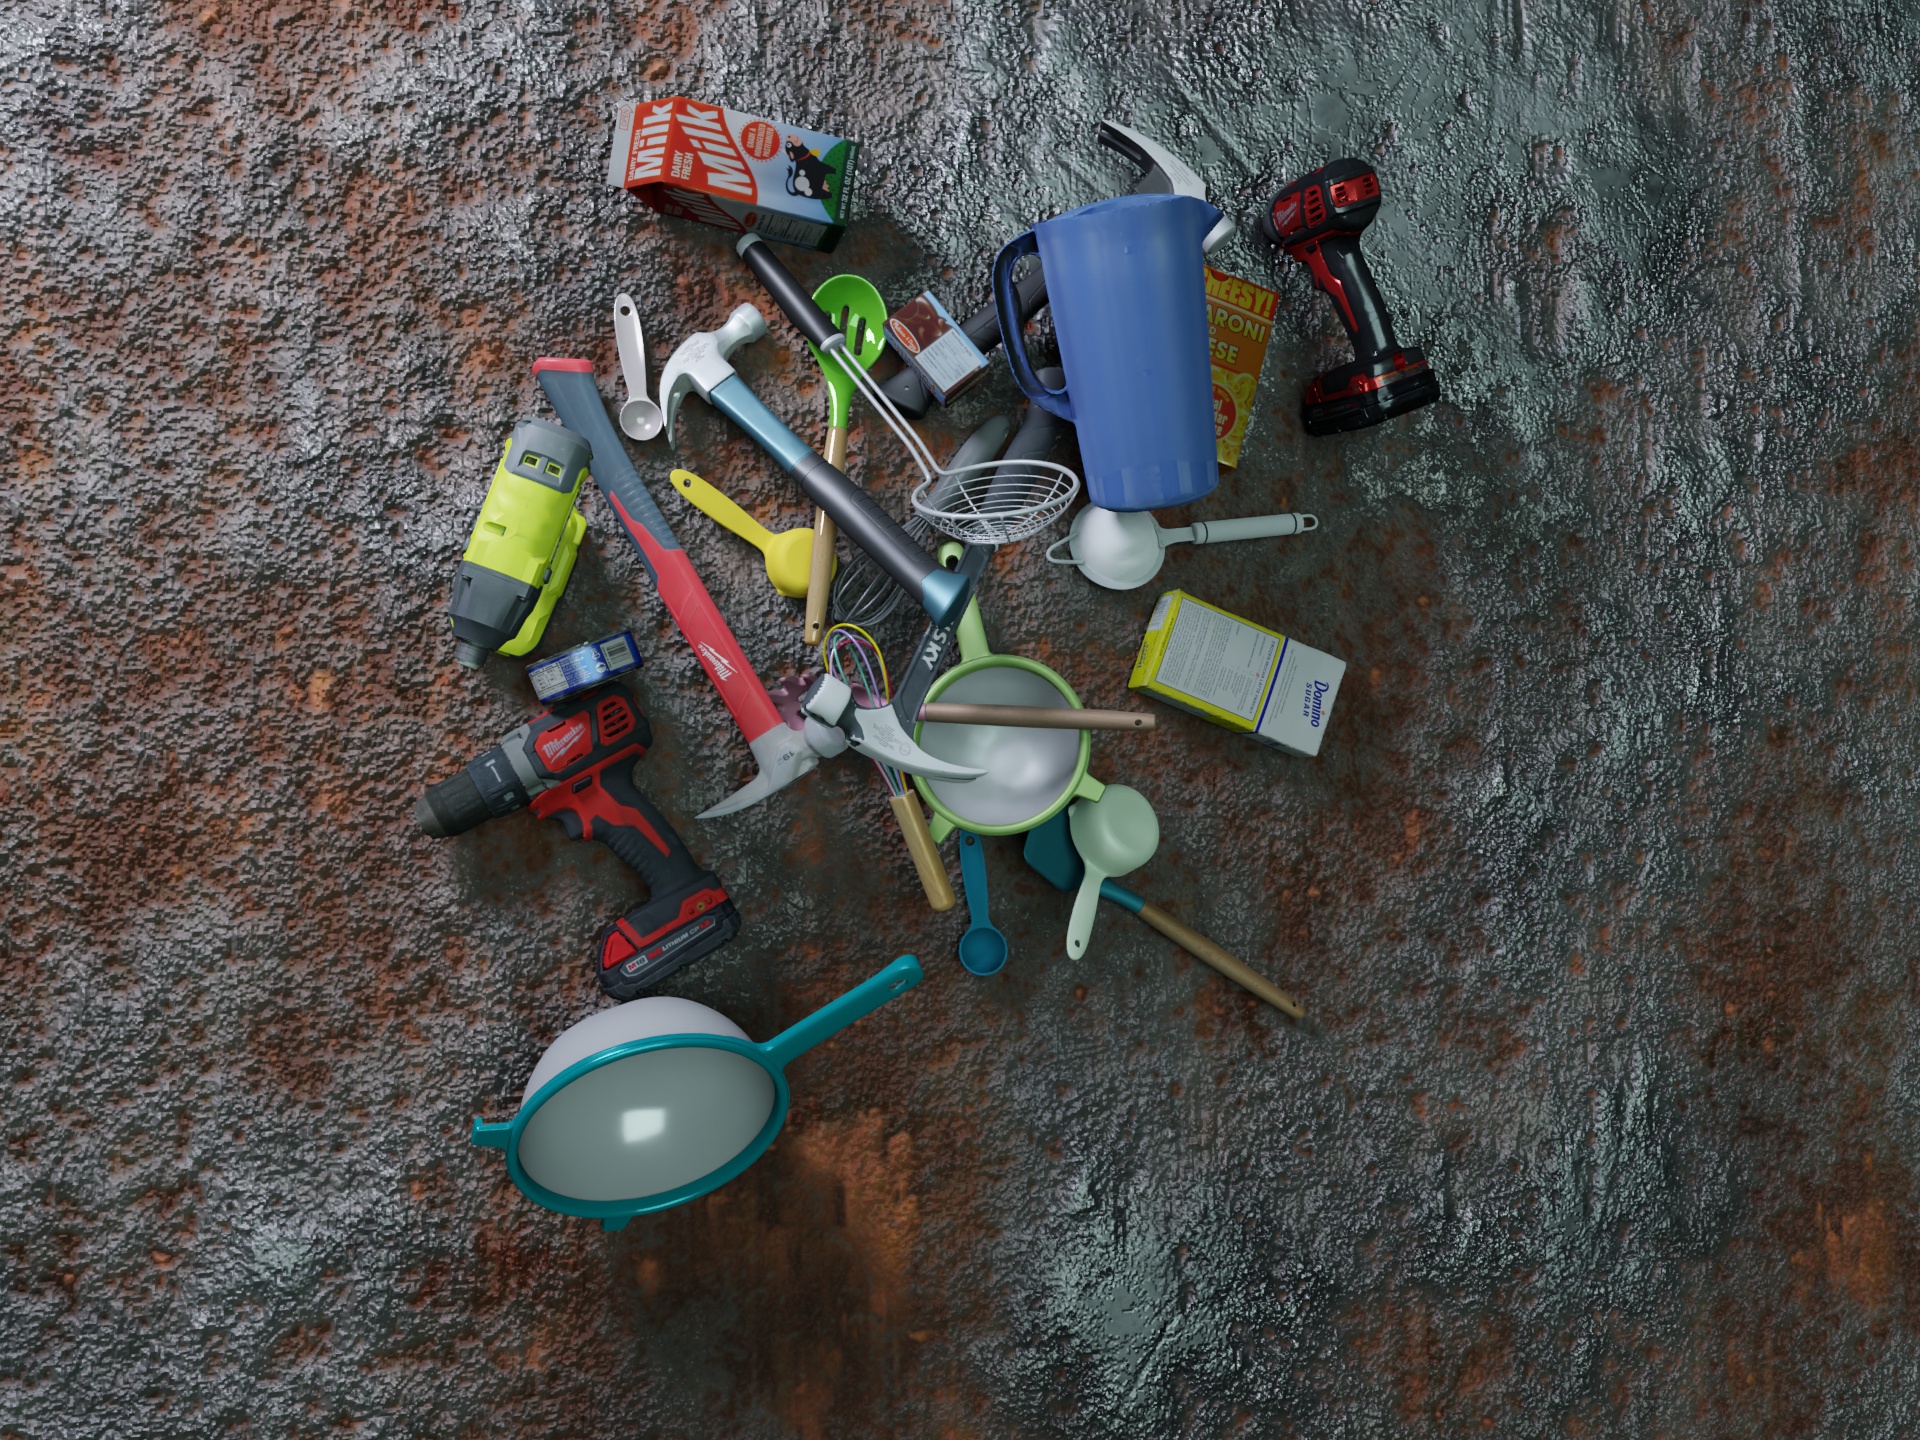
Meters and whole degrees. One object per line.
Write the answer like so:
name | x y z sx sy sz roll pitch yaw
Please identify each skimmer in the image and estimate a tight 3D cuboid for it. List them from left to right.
skimmer | -0.054 -0.273 1.244 0.127 0.090 0.363 -29 73 -36

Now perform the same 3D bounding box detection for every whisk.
whisk | -0.052 0.038 1.260 0.047 0.051 0.245 -20 99 3
whisk | -0.032 -0.168 1.329 0.055 0.055 0.239 40 74 -11

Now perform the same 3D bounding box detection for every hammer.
hammer | -0.241 -0.111 1.260 0.143 0.038 0.386 -31 89 22
hammer | -0.112 -0.192 1.238 0.128 0.033 0.331 -40 70 -15
hammer | 0.019 -0.132 1.281 0.149 0.036 0.409 34 61 -16
hammer | 0.063 -0.371 1.350 0.335 0.035 0.146 -39 84 -7

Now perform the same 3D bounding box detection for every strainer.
strainer | -0.188 0.245 1.206 0.340 0.095 0.210 -31 136 2
strainer | 0.023 -0.024 1.336 0.151 0.069 0.256 -16 74 7
strainer | 0.202 -0.166 1.396 0.258 0.050 0.087 -8 76 -19

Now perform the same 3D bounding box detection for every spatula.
spatula | 0.181 0.172 1.374 0.317 0.044 0.082 34 54 -13

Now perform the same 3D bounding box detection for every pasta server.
pasta server | -0.002 -0.004 1.280 0.316 0.040 0.060 3 99 9

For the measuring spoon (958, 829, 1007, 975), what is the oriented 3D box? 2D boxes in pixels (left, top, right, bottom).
measuring spoon | 0.012 0.152 1.348 0.042 0.021 0.129 -4 80 -15

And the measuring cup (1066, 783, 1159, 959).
measuring cup | 0.121 0.123 1.312 0.083 0.038 0.168 35 49 -18

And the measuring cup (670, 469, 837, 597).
measuring cup | -0.166 -0.156 1.286 0.156 0.029 0.062 35 75 -22

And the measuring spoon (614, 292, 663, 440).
measuring spoon | -0.265 -0.284 1.287 0.034 0.018 0.124 -7 83 -15

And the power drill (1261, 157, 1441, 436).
power drill | 0.330 -0.368 1.391 0.078 0.143 0.219 -22 101 -16

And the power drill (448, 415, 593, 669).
power drill | -0.325 -0.114 1.154 0.080 0.223 0.171 21 83 -13

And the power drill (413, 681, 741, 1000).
power drill | -0.293 0.104 1.234 0.188 0.080 0.226 -29 93 -14

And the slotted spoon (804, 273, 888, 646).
slotted spoon | -0.105 -0.213 1.299 0.070 0.031 0.314 8 78 -14
